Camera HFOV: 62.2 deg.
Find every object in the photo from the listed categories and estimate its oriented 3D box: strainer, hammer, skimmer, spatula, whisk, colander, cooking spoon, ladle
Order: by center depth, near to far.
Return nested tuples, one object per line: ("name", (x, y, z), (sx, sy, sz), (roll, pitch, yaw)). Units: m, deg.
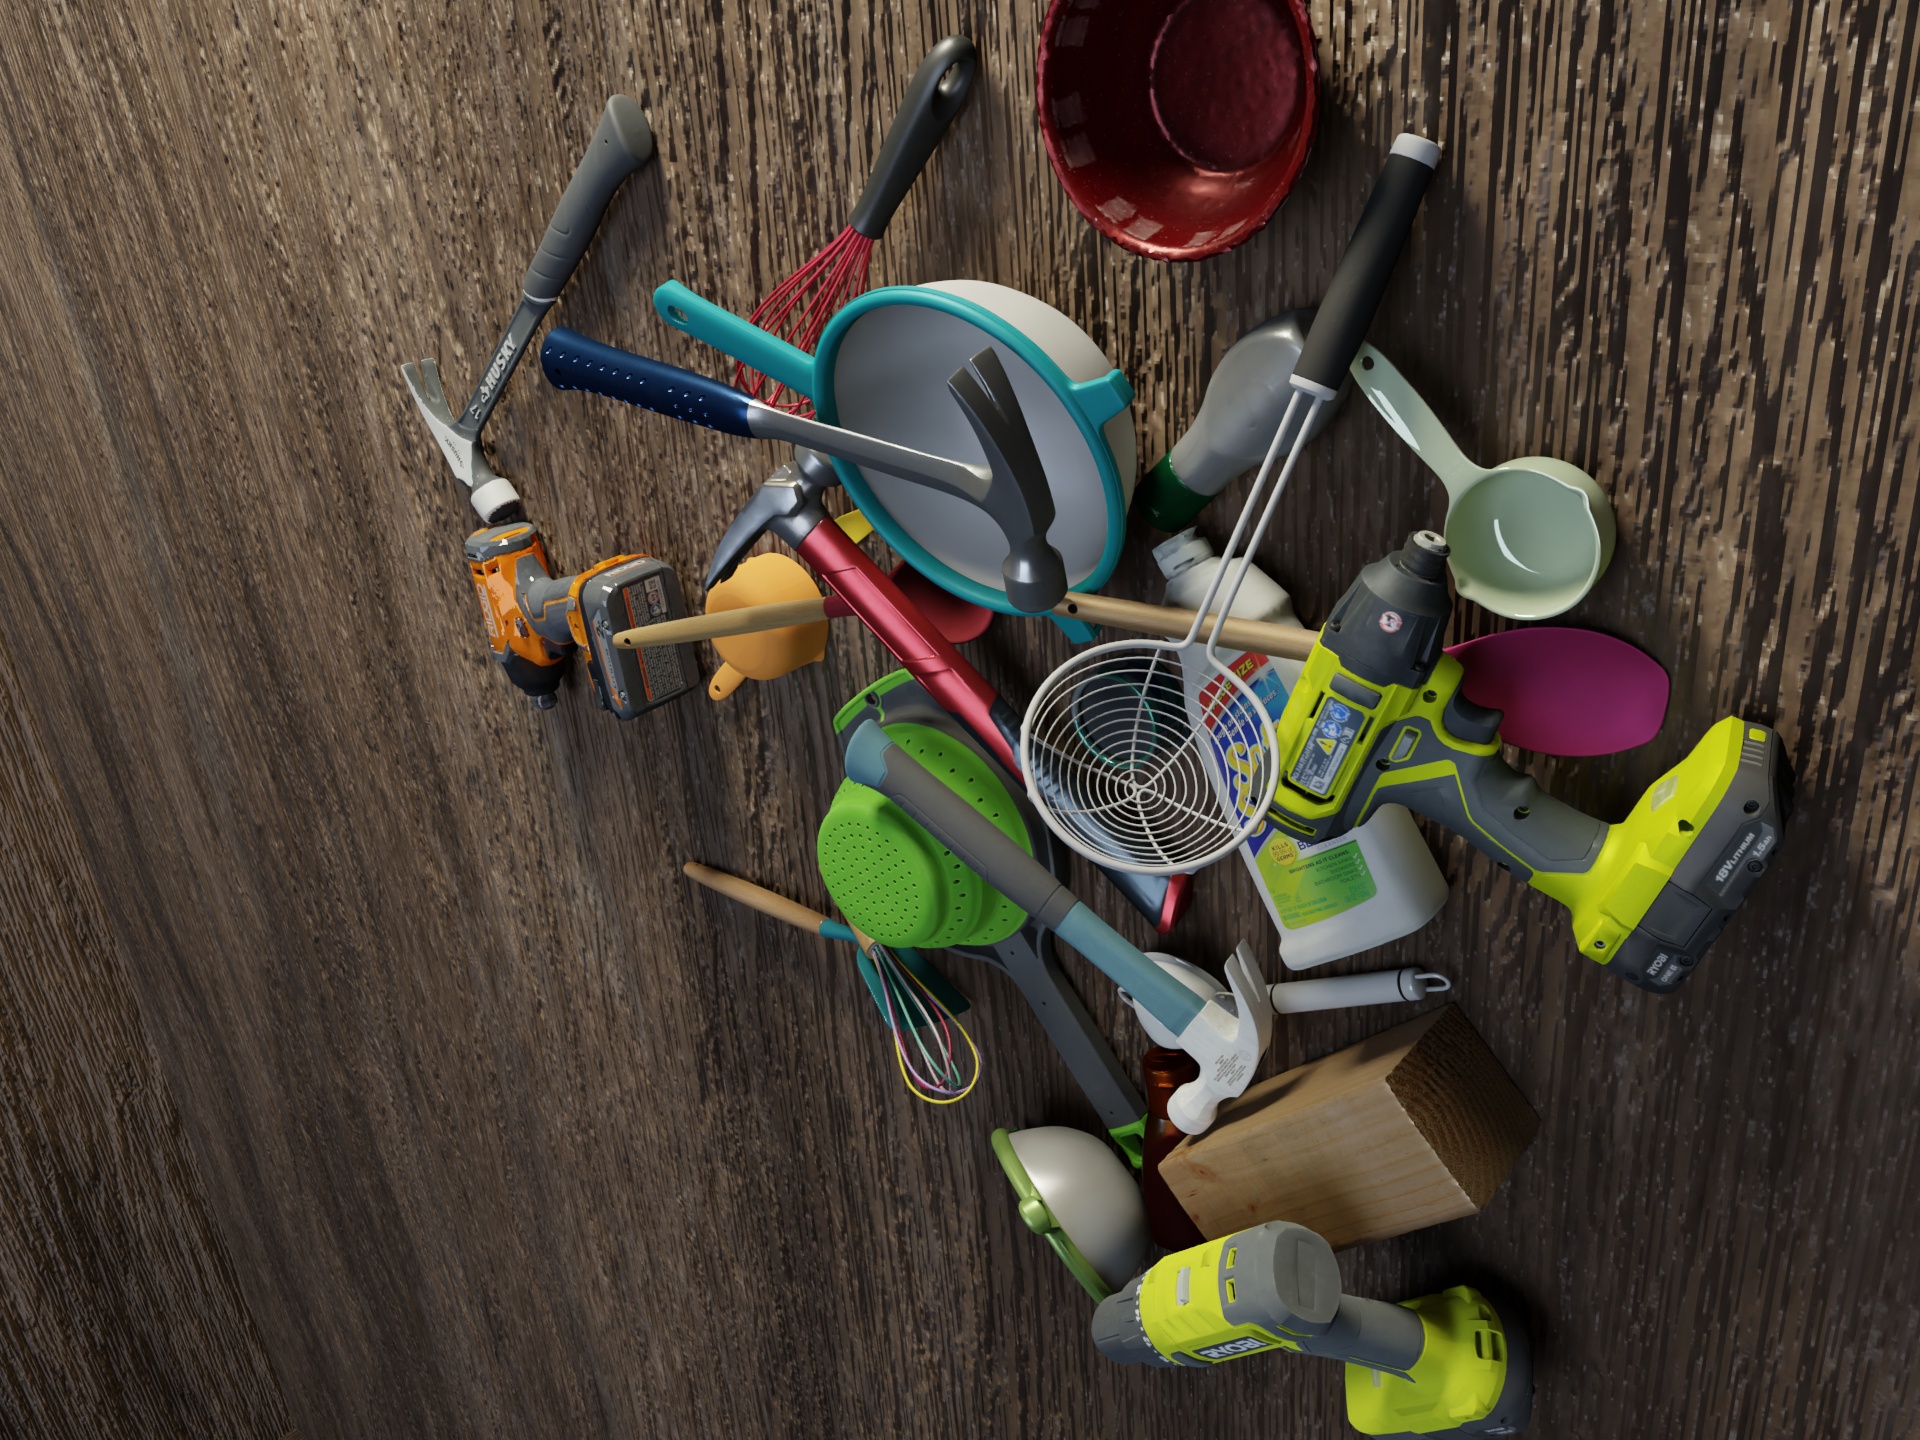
("skimmer", (0.141, -0.101, 0.753), (0.127, 0.090, 0.363), (25, 104, 11))
("cooking spoon", (0.198, -0.037, 0.832), (0.319, 0.017, 0.068), (12, 117, 20))
("hammer", (-0.111, -0.179, 0.927), (0.406, 0.035, 0.143), (23, 143, 35))
("strainer", (-0.027, -0.200, 0.931), (0.340, 0.095, 0.210), (31, 146, 21))
("whisk", (-0.066, -0.285, 0.968), (0.073, 0.073, 0.295), (48, 131, 12))
("strainer", (0.189, 0.176, 0.999), (0.258, 0.050, 0.086), (-17, 116, 43))
("hammer", (0.056, 0.116, 1.009), (0.331, 0.033, 0.128), (39, 126, 11))
("hammer", (-0.002, -0.003, 1.032), (0.386, 0.038, 0.143), (47, 125, 1))
("strainer", (0.083, 0.326, 1.094), (0.152, 0.069, 0.256), (54, 177, 19))
("ladle", (-0.113, -0.073, 1.095), (0.315, 0.031, 0.069), (-6, 106, 27))
("colander", (0.011, 0.161, 1.115), (0.204, 0.094, 0.397), (-33, 88, 47))
("whisk", (-0.055, 0.184, 1.167), (0.047, 0.051, 0.245), (-48, 46, 14))
("hammer", (-0.328, -0.318, 1.211), (0.149, 0.036, 0.409), (55, 137, 6))
("spatula", (-0.127, 0.171, 1.284), (0.318, 0.082, 0.044), (16, 107, 43))

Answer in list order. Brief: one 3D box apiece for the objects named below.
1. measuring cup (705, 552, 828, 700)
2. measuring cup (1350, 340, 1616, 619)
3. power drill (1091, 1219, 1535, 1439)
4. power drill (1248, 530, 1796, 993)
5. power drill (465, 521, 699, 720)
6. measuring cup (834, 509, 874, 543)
("measuring cup", (-0.167, -0.053, 1.192), (0.095, 0.052, 0.173), (53, 135, 6))
("measuring cup", (0.250, -0.125, 0.775), (0.168, 0.038, 0.083), (53, 137, 10))
("power drill", (0.210, 0.376, 0.967), (0.228, 0.080, 0.190), (24, 142, -21))
("power drill", (0.270, 0.019, 0.770), (0.223, 0.080, 0.171), (28, 126, 14))
("power drill", (-0.314, -0.069, 1.305), (0.227, 0.084, 0.164), (15, 123, 42))
("measuring cup", (-0.055, -0.138, 1.069), (0.156, 0.029, 0.062), (-17, 100, 59))
